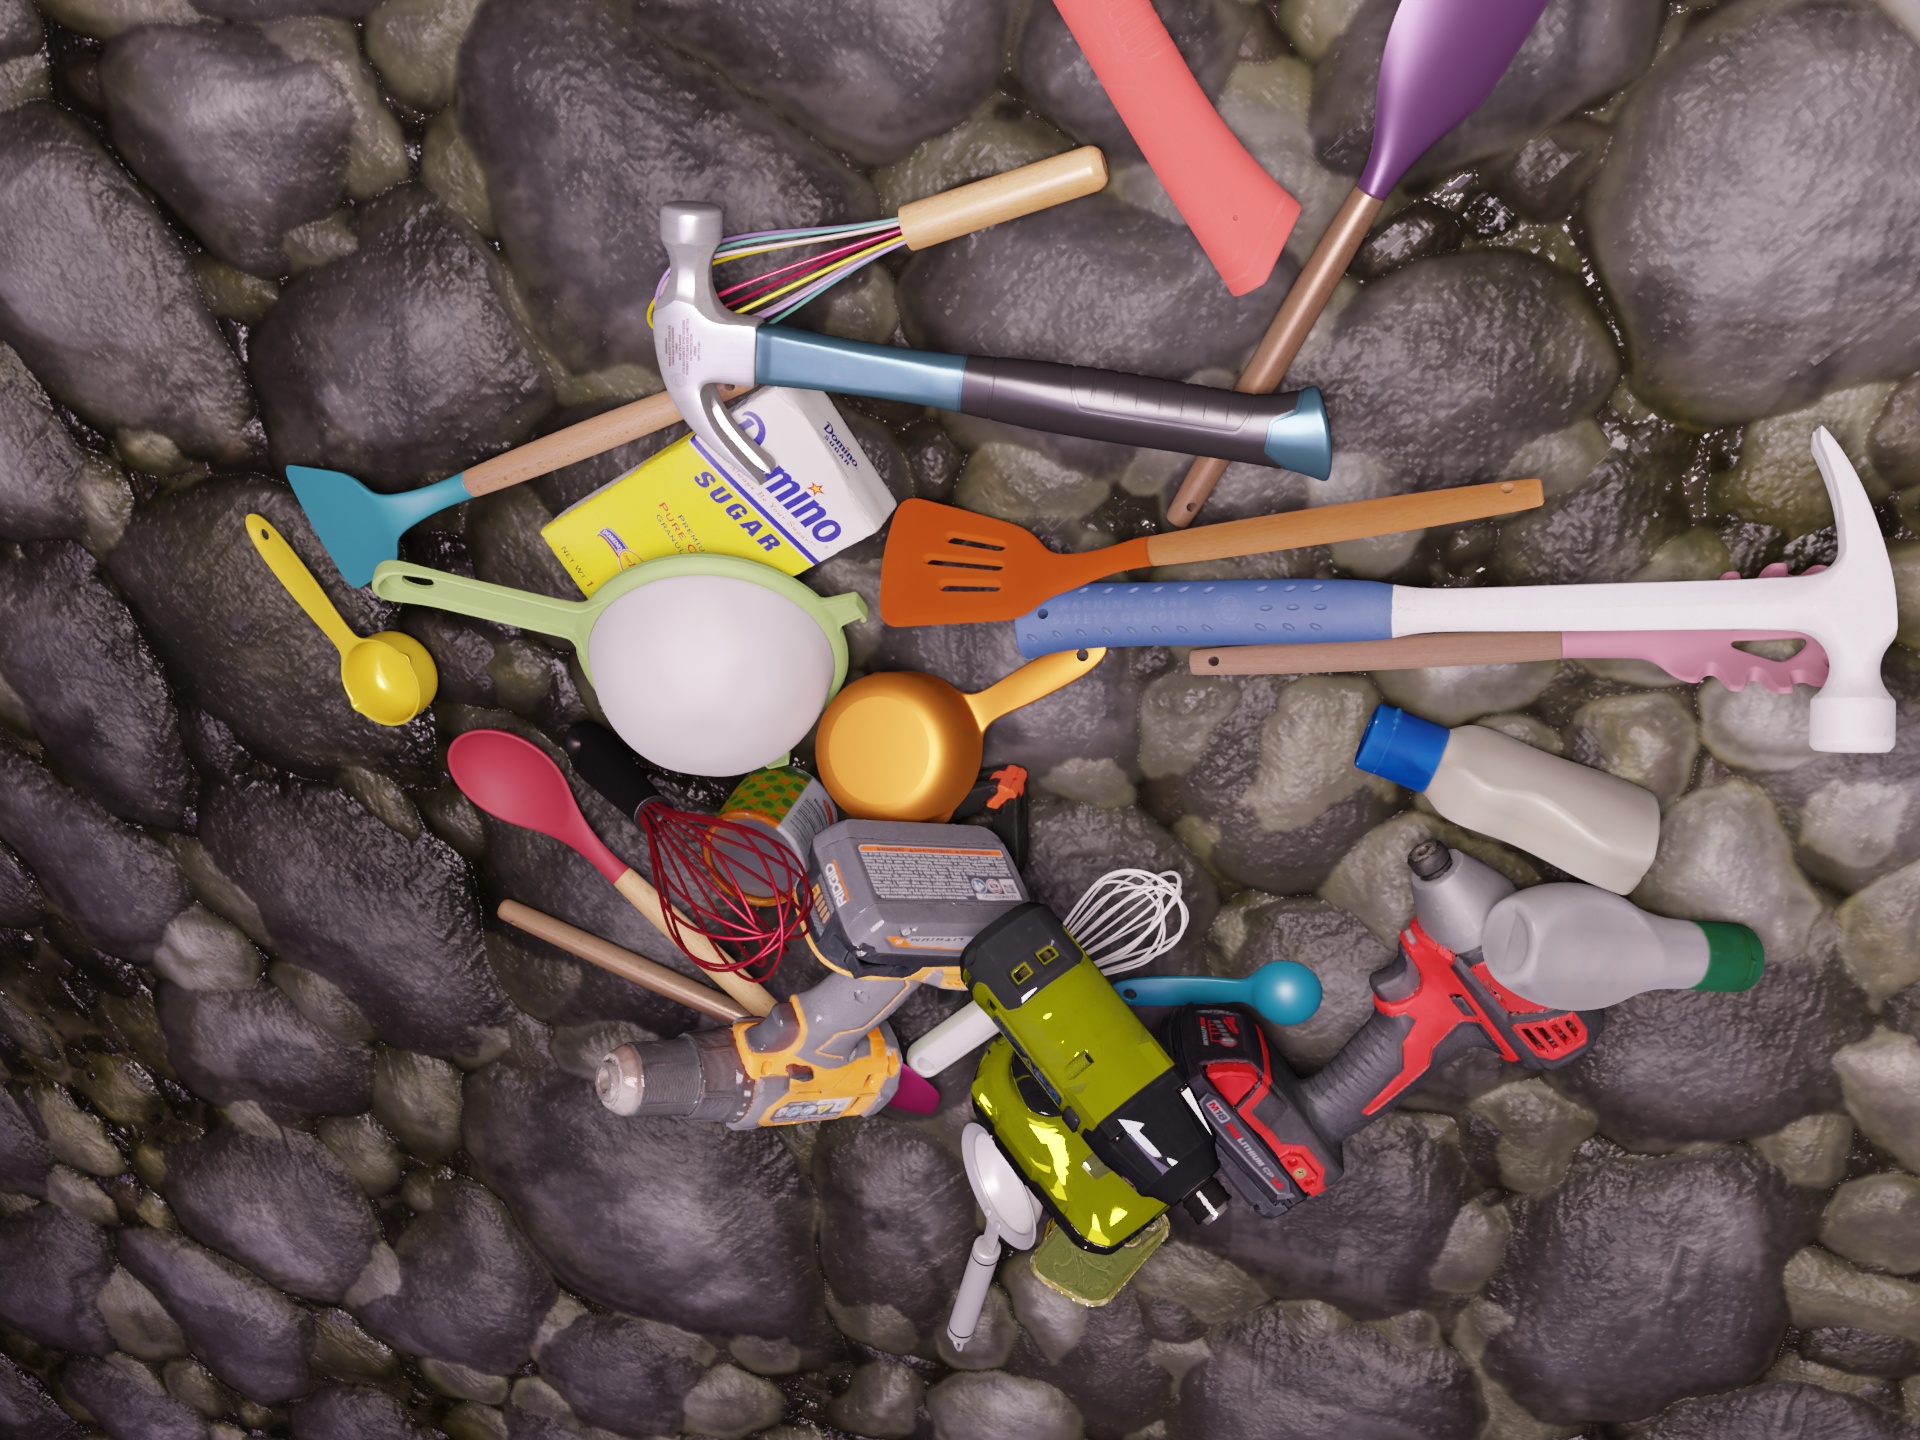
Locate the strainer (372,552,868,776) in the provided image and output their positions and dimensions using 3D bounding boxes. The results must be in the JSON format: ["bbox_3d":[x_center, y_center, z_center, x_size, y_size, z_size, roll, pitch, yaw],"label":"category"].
[{"bbox_3d":[-0.185,-0.028,0.849,0.256,0.069,0.151,14,137,-19],"label":"strainer"}]

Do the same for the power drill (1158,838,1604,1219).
[{"bbox_3d":[0.224,0.165,0.876,0.219,0.079,0.143,-35,105,16],"label":"power drill"}]

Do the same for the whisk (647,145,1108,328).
[{"bbox_3d":[-0.046,-0.230,0.777,0.245,0.047,0.051,-12,112,19],"label":"whisk"}]

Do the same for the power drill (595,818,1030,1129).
[{"bbox_3d":[-0.085,0.153,0.887,0.185,0.084,0.226,6,135,-36],"label":"power drill"}]

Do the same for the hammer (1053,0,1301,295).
[{"bbox_3d":[0.034,-0.343,0.696,0.149,0.037,0.359,-27,107,27],"label":"hammer"}]

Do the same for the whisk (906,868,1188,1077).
[{"bbox_3d":[0.046,0.158,0.956,0.057,0.059,0.246,41,126,-11],"label":"whisk"}]

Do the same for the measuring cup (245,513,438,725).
[{"bbox_3d":[-0.380,-0.067,0.979,0.062,0.029,0.156,-35,94,30],"label":"measuring cup"}]

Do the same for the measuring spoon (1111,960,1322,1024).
[{"bbox_3d":[0.149,0.166,0.943,0.128,0.021,0.042,-3,116,16],"label":"measuring spoon"}]

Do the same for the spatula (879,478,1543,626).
[{"bbox_3d":[0.114,-0.091,0.779,0.322,0.081,0.041,-6,148,24],"label":"spatula"}]

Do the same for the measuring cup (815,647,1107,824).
[{"bbox_3d":[-0.001,-0.003,0.868,0.173,0.052,0.095,-28,82,18],"label":"measuring cup"}]

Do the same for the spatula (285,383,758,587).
[{"bbox_3d":[-0.251,-0.147,0.896,0.317,0.044,0.082,-16,112,18],"label":"spatula"}]

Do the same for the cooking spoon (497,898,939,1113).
[{"bbox_3d":[-0.161,0.187,1.044,0.319,0.017,0.068,23,143,7],"label":"cooking spoon"}]

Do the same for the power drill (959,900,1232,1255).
[{"bbox_3d":[0.069,0.205,0.842,0.171,0.080,0.223,50,164,21],"label":"power drill"}]

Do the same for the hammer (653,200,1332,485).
[{"bbox_3d":[0.015,-0.161,0.762,0.331,0.033,0.128,10,118,4],"label":"hammer"}]

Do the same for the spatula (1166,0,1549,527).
[{"bbox_3d":[0.172,-0.219,0.729,0.059,0.018,0.315,16,124,-17],"label":"spatula"}]

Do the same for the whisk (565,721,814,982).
[{"bbox_3d":[-0.159,0.058,0.867,0.296,0.073,0.073,32,136,52],"label":"whisk"}]

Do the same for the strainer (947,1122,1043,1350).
[{"bbox_3d":[0.020,0.350,1.072,0.087,0.050,0.258,49,140,38],"label":"strainer"}]

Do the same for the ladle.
[{"bbox_3d":[-0.194,0.115,1.001,0.315,0.031,0.069,43,123,-3],"label":"ladle"}]

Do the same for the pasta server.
[{"bbox_3d":[0.269,-0.037,0.789,0.316,0.040,0.060,-2,88,20],"label":"pasta server"}]

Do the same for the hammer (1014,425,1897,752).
[{"bbox_3d":[0.222,-0.059,0.773,0.405,0.035,0.144,1,89,22],"label":"hammer"}]
